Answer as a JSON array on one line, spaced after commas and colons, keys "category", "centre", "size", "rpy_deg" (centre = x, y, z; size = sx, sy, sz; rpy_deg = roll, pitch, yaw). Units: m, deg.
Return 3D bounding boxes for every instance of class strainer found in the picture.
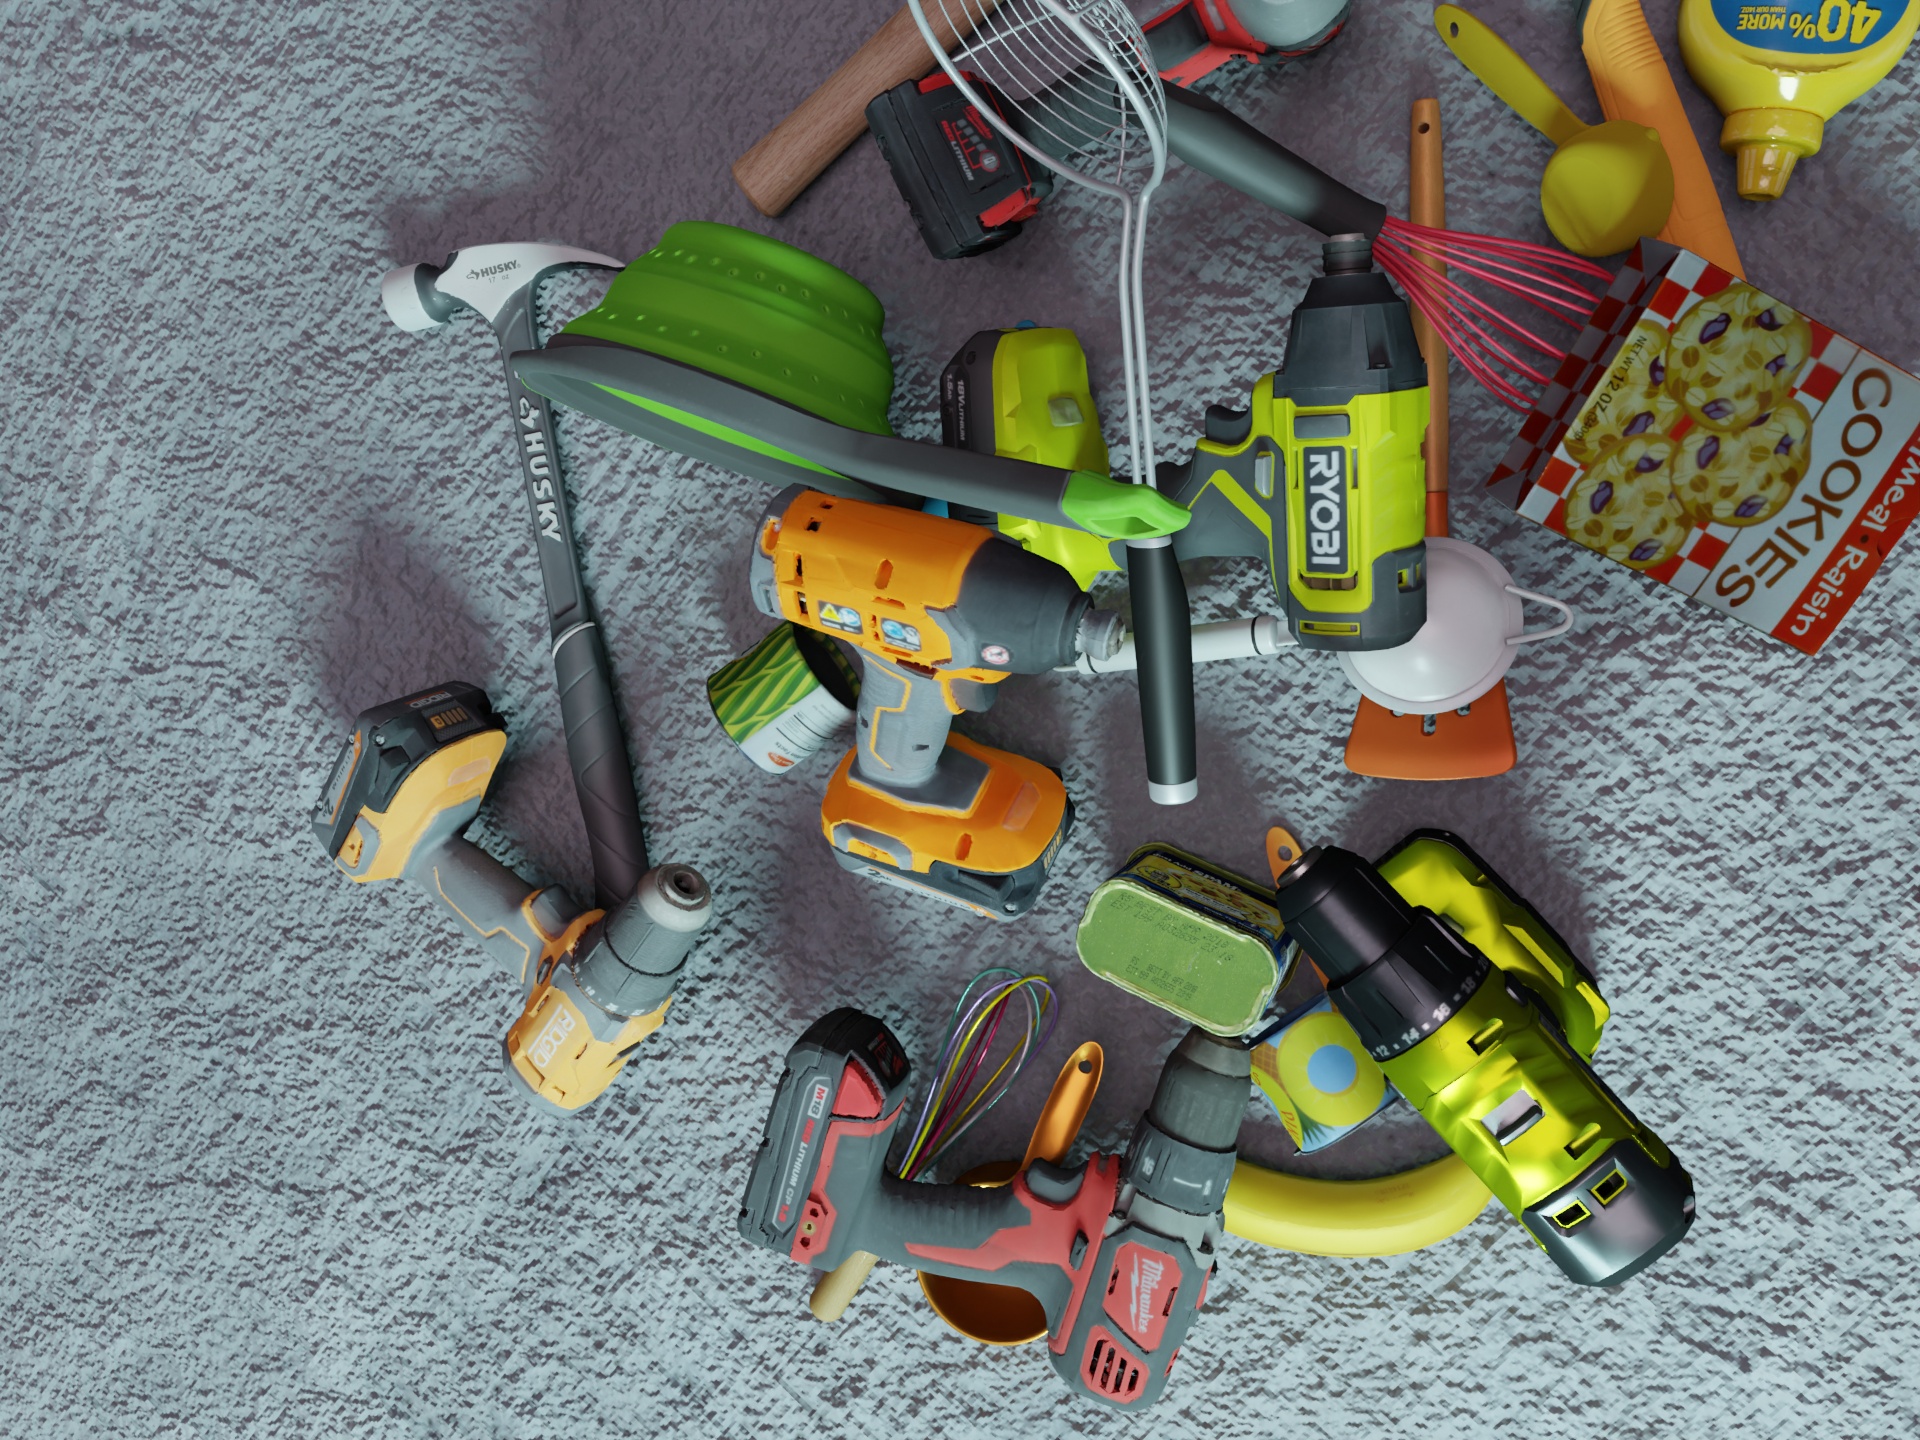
[{"category": "strainer", "centre": [0.155, -0.041, 0.766], "size": [0.258, 0.050, 0.087], "rpy_deg": [-6, 72, 32]}]

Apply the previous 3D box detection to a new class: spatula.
[{"category": "spatula", "centre": [0.224, -0.134, 0.761], "size": [0.081, 0.041, 0.322], "rpy_deg": [0, 94, 27]}]

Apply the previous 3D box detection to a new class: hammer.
[{"category": "hammer", "centre": [-0.215, -0.066, 0.892], "size": [0.149, 0.036, 0.409], "rpy_deg": [-10, 93, 15]}, {"category": "hammer", "centre": [0.012, -0.378, 0.800], "size": [0.331, 0.031, 0.130], "rpy_deg": [-37, 86, 16]}, {"category": "hammer", "centre": [0.297, -0.298, 0.700], "size": [0.034, 0.127, 0.337], "rpy_deg": [-24, 95, -20]}]

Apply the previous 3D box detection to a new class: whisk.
[{"category": "whisk", "centre": [0.195, -0.206, 0.698], "size": [0.295, 0.073, 0.073], "rpy_deg": [23, 103, -15]}, {"category": "whisk", "centre": [-0.022, 0.233, 0.865], "size": [0.051, 0.047, 0.245], "rpy_deg": [33, 106, 9]}]

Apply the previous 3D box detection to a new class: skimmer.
[{"category": "skimmer", "centre": [0.047, -0.130, 0.660], "size": [0.090, 0.127, 0.363], "rpy_deg": [-14, 109, -19]}]

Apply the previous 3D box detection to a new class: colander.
[{"category": "colander", "centre": [-0.047, -0.154, 0.701], "size": [0.397, 0.204, 0.094], "rpy_deg": [20, 91, 45]}]

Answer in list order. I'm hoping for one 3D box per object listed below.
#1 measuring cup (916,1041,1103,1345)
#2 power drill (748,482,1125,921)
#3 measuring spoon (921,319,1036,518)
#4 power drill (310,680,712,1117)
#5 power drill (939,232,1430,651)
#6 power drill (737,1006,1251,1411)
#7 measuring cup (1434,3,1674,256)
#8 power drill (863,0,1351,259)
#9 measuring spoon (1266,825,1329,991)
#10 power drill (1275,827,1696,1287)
[{"category": "measuring cup", "centre": [0.041, 0.243, 0.845], "size": [0.095, 0.052, 0.173], "rpy_deg": [25, 98, 12]}, {"category": "power drill", "centre": [-0.001, -0.002, 0.744], "size": [0.164, 0.084, 0.226], "rpy_deg": [16, 143, 19]}, {"category": "measuring spoon", "centre": [0.011, -0.147, 0.827], "size": [0.042, 0.021, 0.128], "rpy_deg": [24, 102, 12]}, {"category": "power drill", "centre": [-0.237, 0.082, 0.859], "size": [0.226, 0.084, 0.185], "rpy_deg": [47, 126, 11]}, {"category": "power drill", "centre": [0.102, -0.125, 0.728], "size": [0.223, 0.080, 0.171], "rpy_deg": [6, 107, 38]}, {"category": "power drill", "centre": [0.023, 0.213, 0.783], "size": [0.227, 0.080, 0.188], "rpy_deg": [18, 96, 10]}, {"category": "measuring cup", "centre": [0.259, -0.273, 0.725], "size": [0.029, 0.062, 0.157], "rpy_deg": [-26, 68, -21]}, {"category": "power drill", "centre": [0.075, -0.298, 0.733], "size": [0.219, 0.143, 0.078], "rpy_deg": [-23, 101, 18]}, {"category": "measuring spoon", "centre": [0.184, 0.108, 0.813], "size": [0.021, 0.011, 0.117], "rpy_deg": [-24, 85, 34]}, {"category": "power drill", "centre": [0.216, 0.118, 0.690], "size": [0.080, 0.228, 0.190], "rpy_deg": [-44, 84, 15]}]
